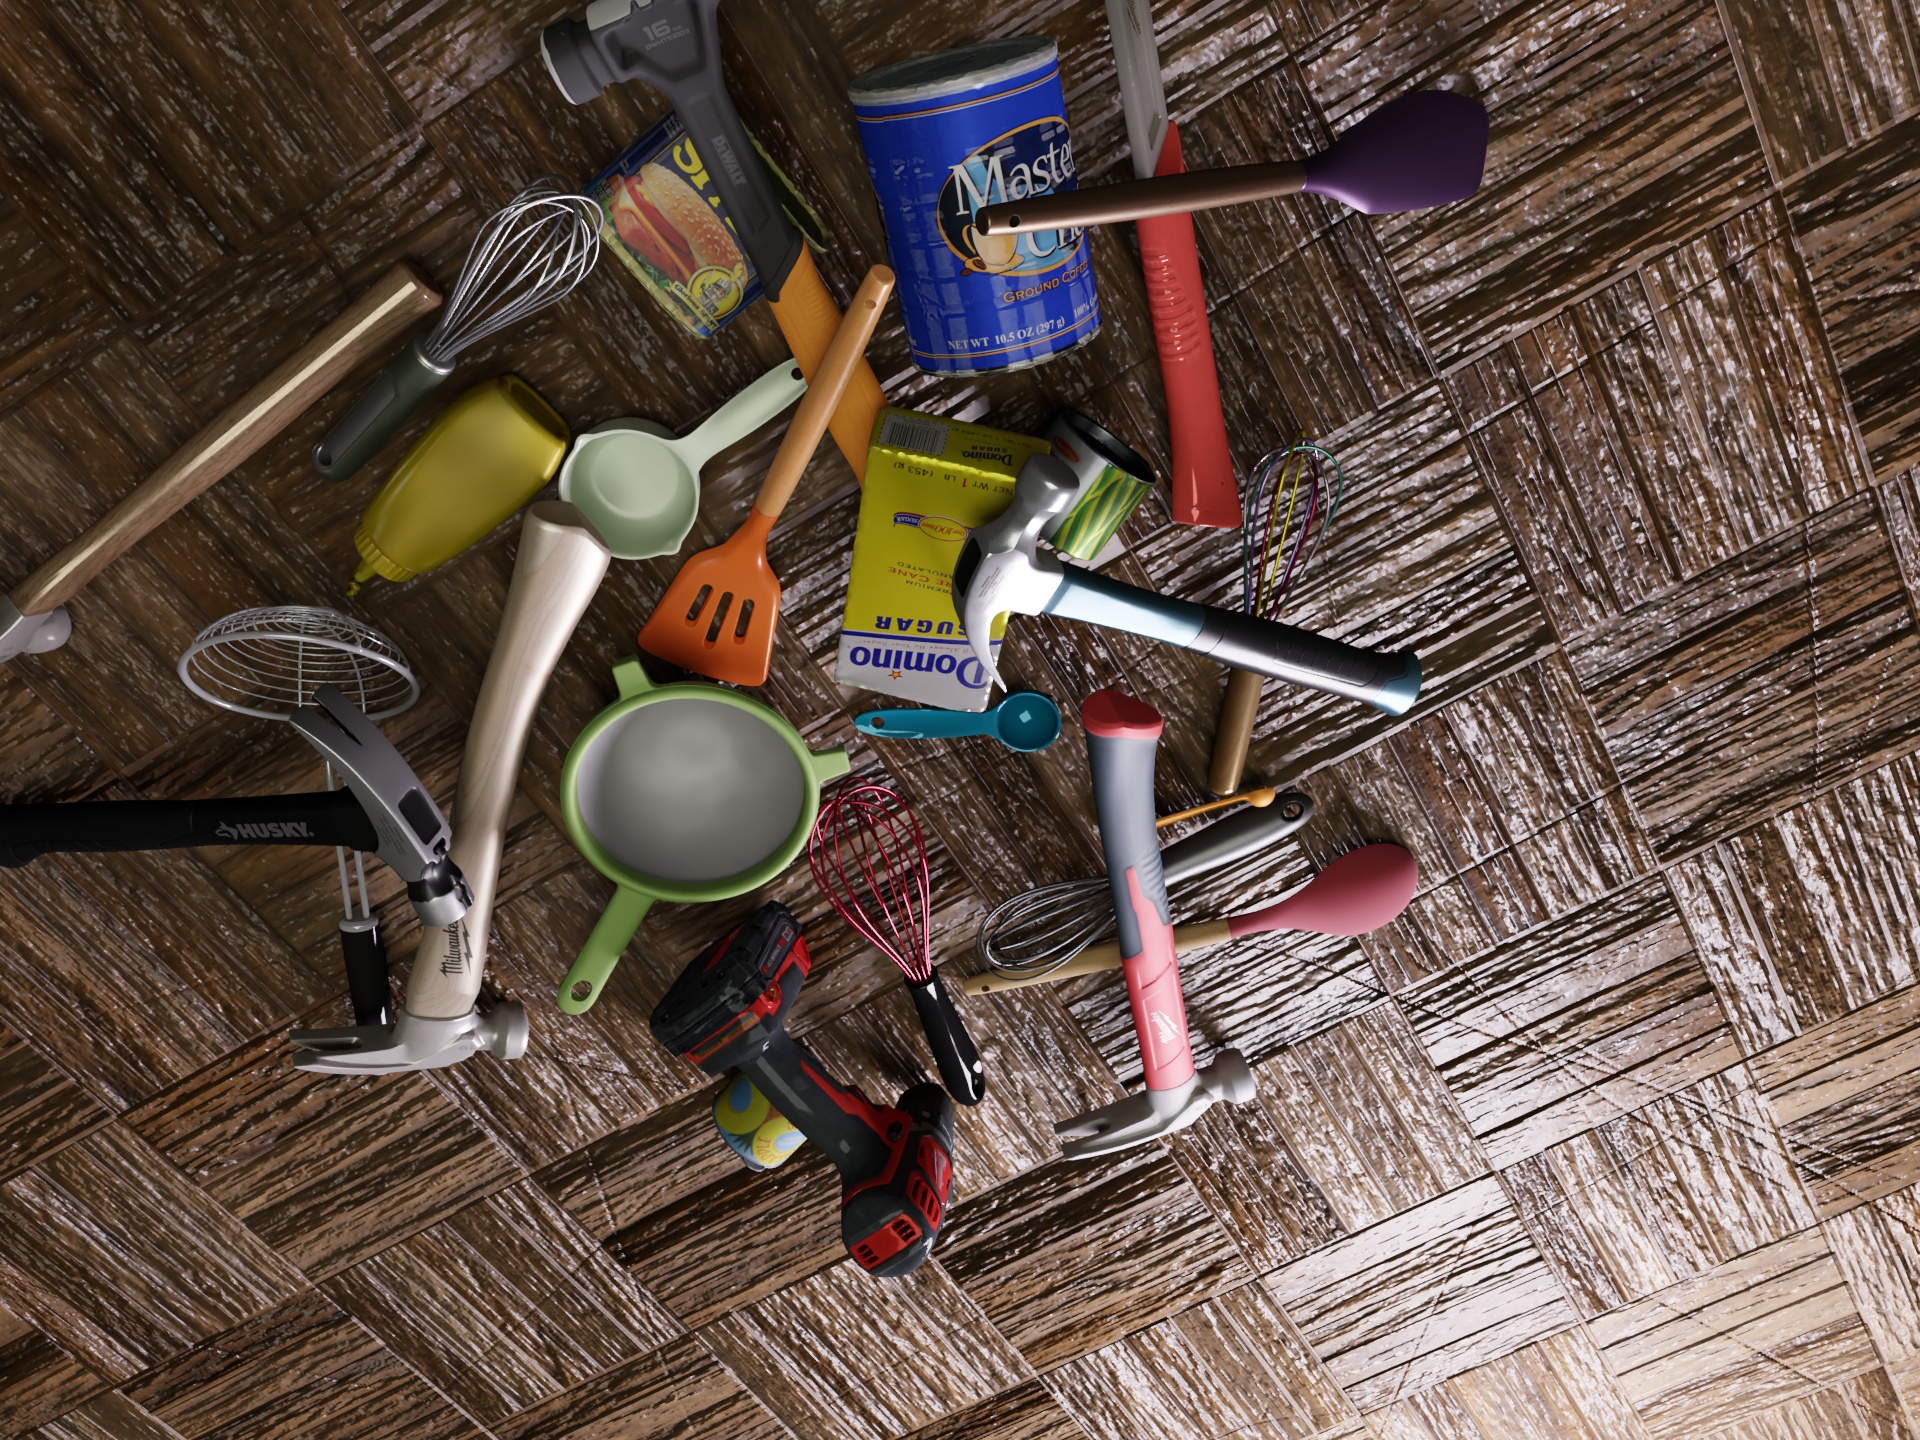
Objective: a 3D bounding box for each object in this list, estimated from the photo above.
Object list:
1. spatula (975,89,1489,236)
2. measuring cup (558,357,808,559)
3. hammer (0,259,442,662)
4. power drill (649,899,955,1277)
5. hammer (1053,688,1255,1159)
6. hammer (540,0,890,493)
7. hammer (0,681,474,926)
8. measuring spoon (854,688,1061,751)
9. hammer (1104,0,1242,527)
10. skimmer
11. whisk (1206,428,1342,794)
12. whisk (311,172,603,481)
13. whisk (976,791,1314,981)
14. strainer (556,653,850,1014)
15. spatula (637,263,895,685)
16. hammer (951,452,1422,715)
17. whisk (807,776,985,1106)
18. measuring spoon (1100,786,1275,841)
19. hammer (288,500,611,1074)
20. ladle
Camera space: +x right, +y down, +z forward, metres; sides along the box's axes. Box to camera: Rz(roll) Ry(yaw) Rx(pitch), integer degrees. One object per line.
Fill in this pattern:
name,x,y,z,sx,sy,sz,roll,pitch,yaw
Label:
spatula,0.144,-0.264,0.773,0.316,0.018,0.059,-18,123,-26
measuring cup,-0.146,-0.155,0.878,0.167,0.038,0.083,-33,116,11
hammer,-0.410,-0.131,0.842,0.331,0.130,0.031,-37,100,6
power drill,-0.084,0.231,1.037,0.080,0.188,0.226,-37,96,14
hammer,0.102,0.140,1.002,0.143,0.038,0.385,-19,130,-5
hammer,-0.072,-0.212,0.795,0.127,0.034,0.336,-19,137,7
hammer,-0.445,0.055,0.911,0.335,0.035,0.146,-3,124,21
measuring spoon,-0.002,-0.003,0.986,0.128,0.021,0.042,0,120,7
hammer,0.109,-0.256,0.816,0.037,0.149,0.358,15,138,35
skimmer,-0.380,0.090,0.965,0.127,0.090,0.363,0,119,-7
whisk,0.181,-0.059,0.952,0.051,0.047,0.244,2,123,-7
whisk,-0.266,-0.193,0.816,0.246,0.059,0.058,-32,78,33
whisk,0.120,0.105,1.033,0.239,0.055,0.055,-26,117,6
strainer,-0.188,0.072,0.980,0.151,0.069,0.256,24,115,-20
spatula,-0.097,-0.121,0.847,0.081,0.041,0.322,19,146,-14
hammer,0.139,-0.050,0.884,0.330,0.033,0.128,12,129,-33
whisk,-0.032,0.154,1.041,0.073,0.073,0.295,-16,125,5
measuring spoon,0.146,0.064,1.021,0.117,0.021,0.011,-18,77,12
hammer,-0.292,0.055,0.939,0.146,0.038,0.410,2,125,-33
ladle,0.154,0.144,1.069,0.315,0.031,0.069,-14,119,6
